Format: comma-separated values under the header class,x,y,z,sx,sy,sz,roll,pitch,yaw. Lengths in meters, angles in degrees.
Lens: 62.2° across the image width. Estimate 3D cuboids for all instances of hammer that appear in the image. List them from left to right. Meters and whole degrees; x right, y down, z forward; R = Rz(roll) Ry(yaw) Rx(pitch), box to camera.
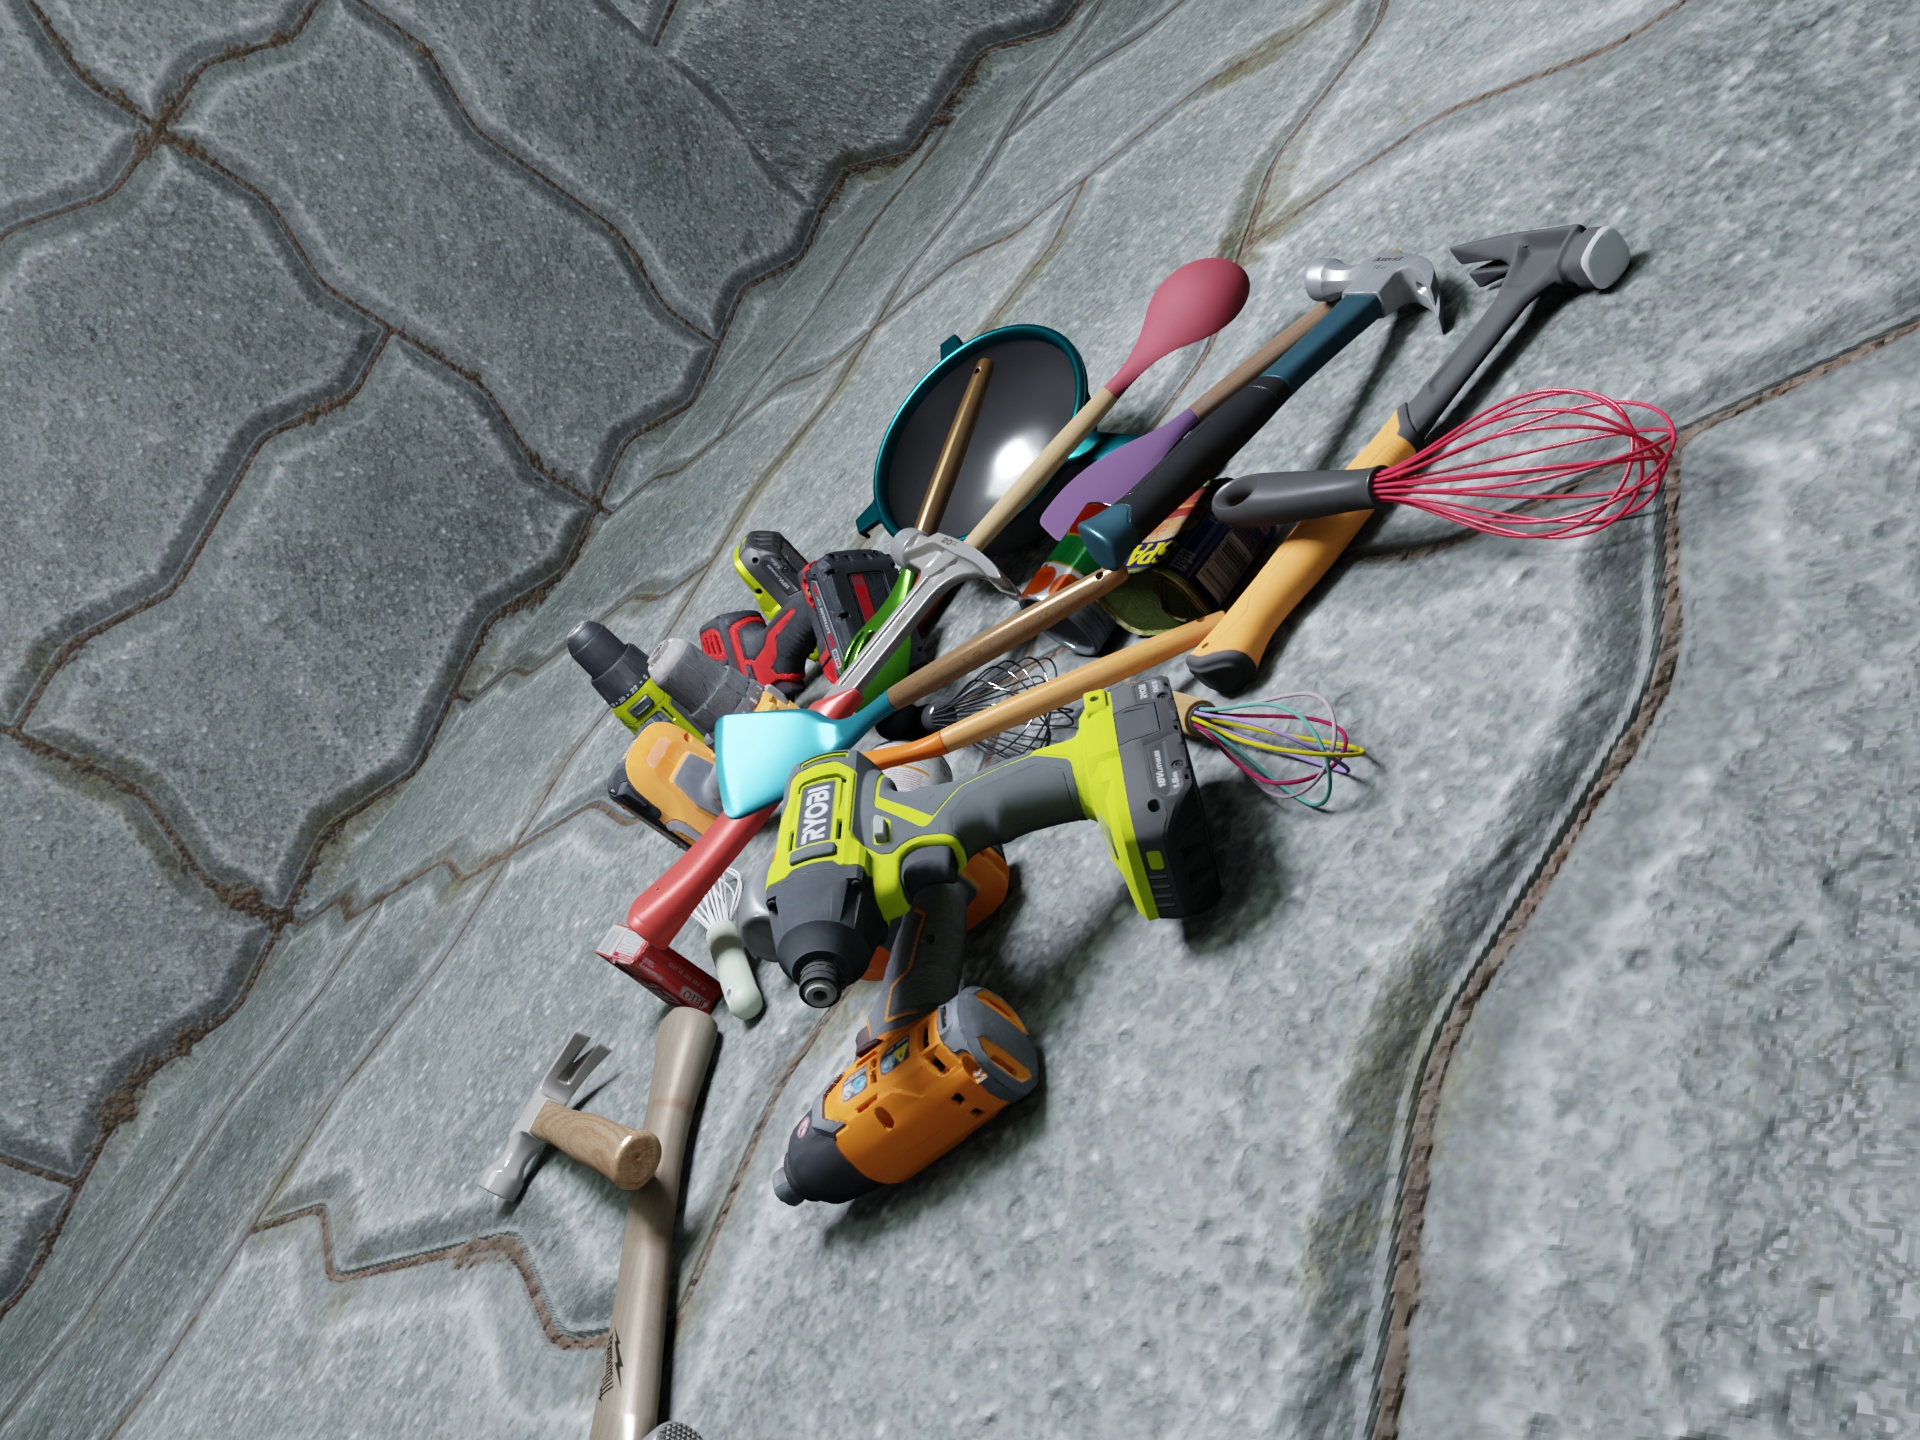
class,x,y,z,sx,sy,sz,roll,pitch,yaw
hammer,-0.257,0.279,1.079,0.331,0.031,0.130,-19,41,63
hammer,-0.194,0.319,0.957,0.146,0.038,0.411,-43,22,17
hammer,-0.105,0.017,1.129,0.359,0.036,0.149,-51,35,-4
hammer,0.188,-0.202,1.003,0.331,0.033,0.128,-43,34,-24
hammer,0.242,-0.153,0.927,0.337,0.034,0.127,-51,24,-5

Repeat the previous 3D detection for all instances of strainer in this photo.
class,x,y,z,sx,sy,sz,roll,pitch,yaw
strainer,0.081,-0.200,1.262,0.341,0.095,0.211,15,76,43

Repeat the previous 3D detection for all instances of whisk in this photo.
class,x,y,z,sx,sy,sz,roll,pitch,yaw
whisk,-0.179,0.157,1.193,0.247,0.059,0.057,-131,47,-65
whisk,-0.001,-0.005,1.118,0.070,0.070,0.285,-55,18,-16
whisk,0.143,0.003,0.856,0.047,0.051,0.245,-27,14,-12
whisk,0.233,-0.123,0.821,0.296,0.073,0.073,4,55,57

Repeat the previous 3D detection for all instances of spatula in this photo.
class,x,y,z,sx,sy,sz,roll,pitch,yaw
spatula,-0.030,-0.027,1.031,0.317,0.044,0.082,-29,55,27
spatula,0.016,0.011,0.972,0.322,0.041,0.081,-24,23,11
spatula,0.185,-0.233,1.129,0.316,0.018,0.060,-37,36,3

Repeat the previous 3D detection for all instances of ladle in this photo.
class,x,y,z,sx,sy,sz,roll,pitch,yaw
ladle,0.093,-0.223,1.180,0.315,0.031,0.069,-47,56,8

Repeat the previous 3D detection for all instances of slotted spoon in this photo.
class,x,y,z,sx,sy,sz,roll,pitch,yaw
slotted spoon,-0.029,-0.149,1.239,0.070,0.031,0.314,3,67,41

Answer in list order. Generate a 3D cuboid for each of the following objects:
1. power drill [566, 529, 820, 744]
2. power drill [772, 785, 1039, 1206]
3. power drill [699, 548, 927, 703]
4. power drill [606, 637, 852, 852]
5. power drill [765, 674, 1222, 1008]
class,x,y,z,sx,sy,sz,roll,pitch,yaw
power drill,-0.232,-0.069,1.479,0.228,0.190,0.080,-39,20,11
power drill,-0.040,0.157,0.882,0.164,0.084,0.227,-40,27,21
power drill,-0.133,-0.048,1.341,0.078,0.143,0.219,-11,-9,-44
power drill,-0.203,0.023,1.275,0.226,0.185,0.084,-24,33,52
power drill,0.012,0.064,0.812,0.223,0.080,0.171,-15,32,9
